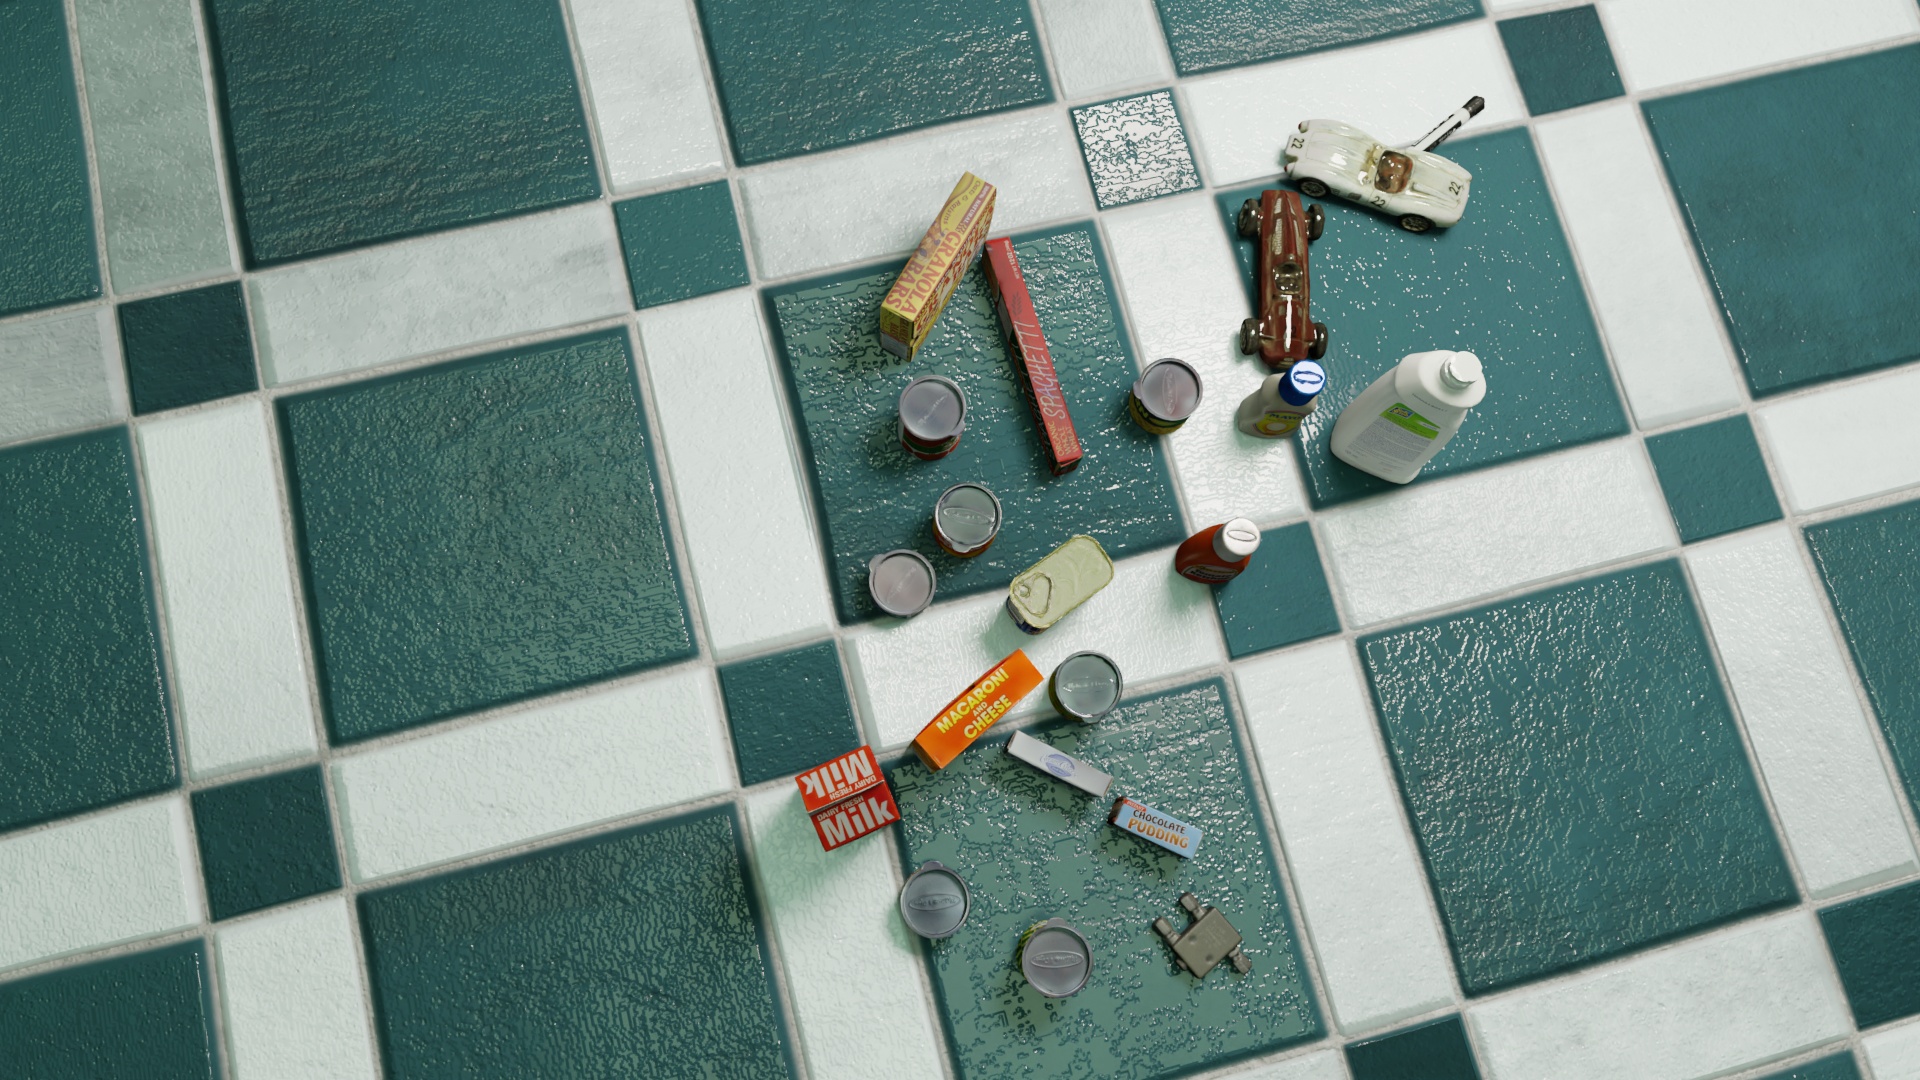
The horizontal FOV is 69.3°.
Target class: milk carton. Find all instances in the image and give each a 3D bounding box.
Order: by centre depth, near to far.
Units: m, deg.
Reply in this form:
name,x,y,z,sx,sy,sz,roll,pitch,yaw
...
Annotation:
name,x,y,z,sx,sy,sz,roll,pitch,yaw
milk carton,-0.101,0.233,1.253,0.072,0.190,0.073,-23,81,-8

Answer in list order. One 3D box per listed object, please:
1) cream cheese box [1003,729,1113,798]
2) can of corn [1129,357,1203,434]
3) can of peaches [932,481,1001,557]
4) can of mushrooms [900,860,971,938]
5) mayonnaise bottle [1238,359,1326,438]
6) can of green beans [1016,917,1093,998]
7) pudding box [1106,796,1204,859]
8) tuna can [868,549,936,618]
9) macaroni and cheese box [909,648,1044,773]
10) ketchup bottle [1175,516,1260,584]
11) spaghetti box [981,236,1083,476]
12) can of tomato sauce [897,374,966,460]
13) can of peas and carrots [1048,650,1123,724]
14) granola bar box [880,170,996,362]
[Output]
name,x,y,z,sx,sy,sz,roll,pitch,yaw
cream cheese box,0.093,0.216,1.339,0.104,0.053,0.024,26,78,2
can of corn,0.207,-0.147,1.420,0.071,0.058,0.071,1,78,-3
can of peaches,0.005,-0.017,1.380,0.071,0.058,0.071,1,78,-3
can of mushrooms,-0.024,0.339,1.316,0.071,0.033,0.071,1,78,-4
mayonnaise bottle,0.323,-0.139,1.381,0.065,0.148,0.041,6,78,-2
can of green beans,0.087,0.390,1.300,0.071,0.057,0.071,1,78,-3
pudding box,0.187,0.276,1.335,0.084,0.049,0.030,25,78,2
tuna can,-0.060,0.042,1.376,0.071,0.032,0.071,1,78,-4
macaroni and cheese box,0.011,0.161,1.288,0.124,0.166,0.040,-40,84,-10
ketchup bottle,0.253,0.009,1.345,0.065,0.148,0.043,9,78,-2
spaghetti box,0.072,-0.189,1.425,0.029,0.050,0.250,-17,80,-7
can of tomato sauce,-0.028,-0.120,1.387,0.071,0.083,0.071,1,79,-3
can of peas and carrots,0.121,0.145,1.353,0.071,0.058,0.071,1,78,-3
granola bar box,-0.023,-0.273,1.398,0.039,0.124,0.166,30,78,3
